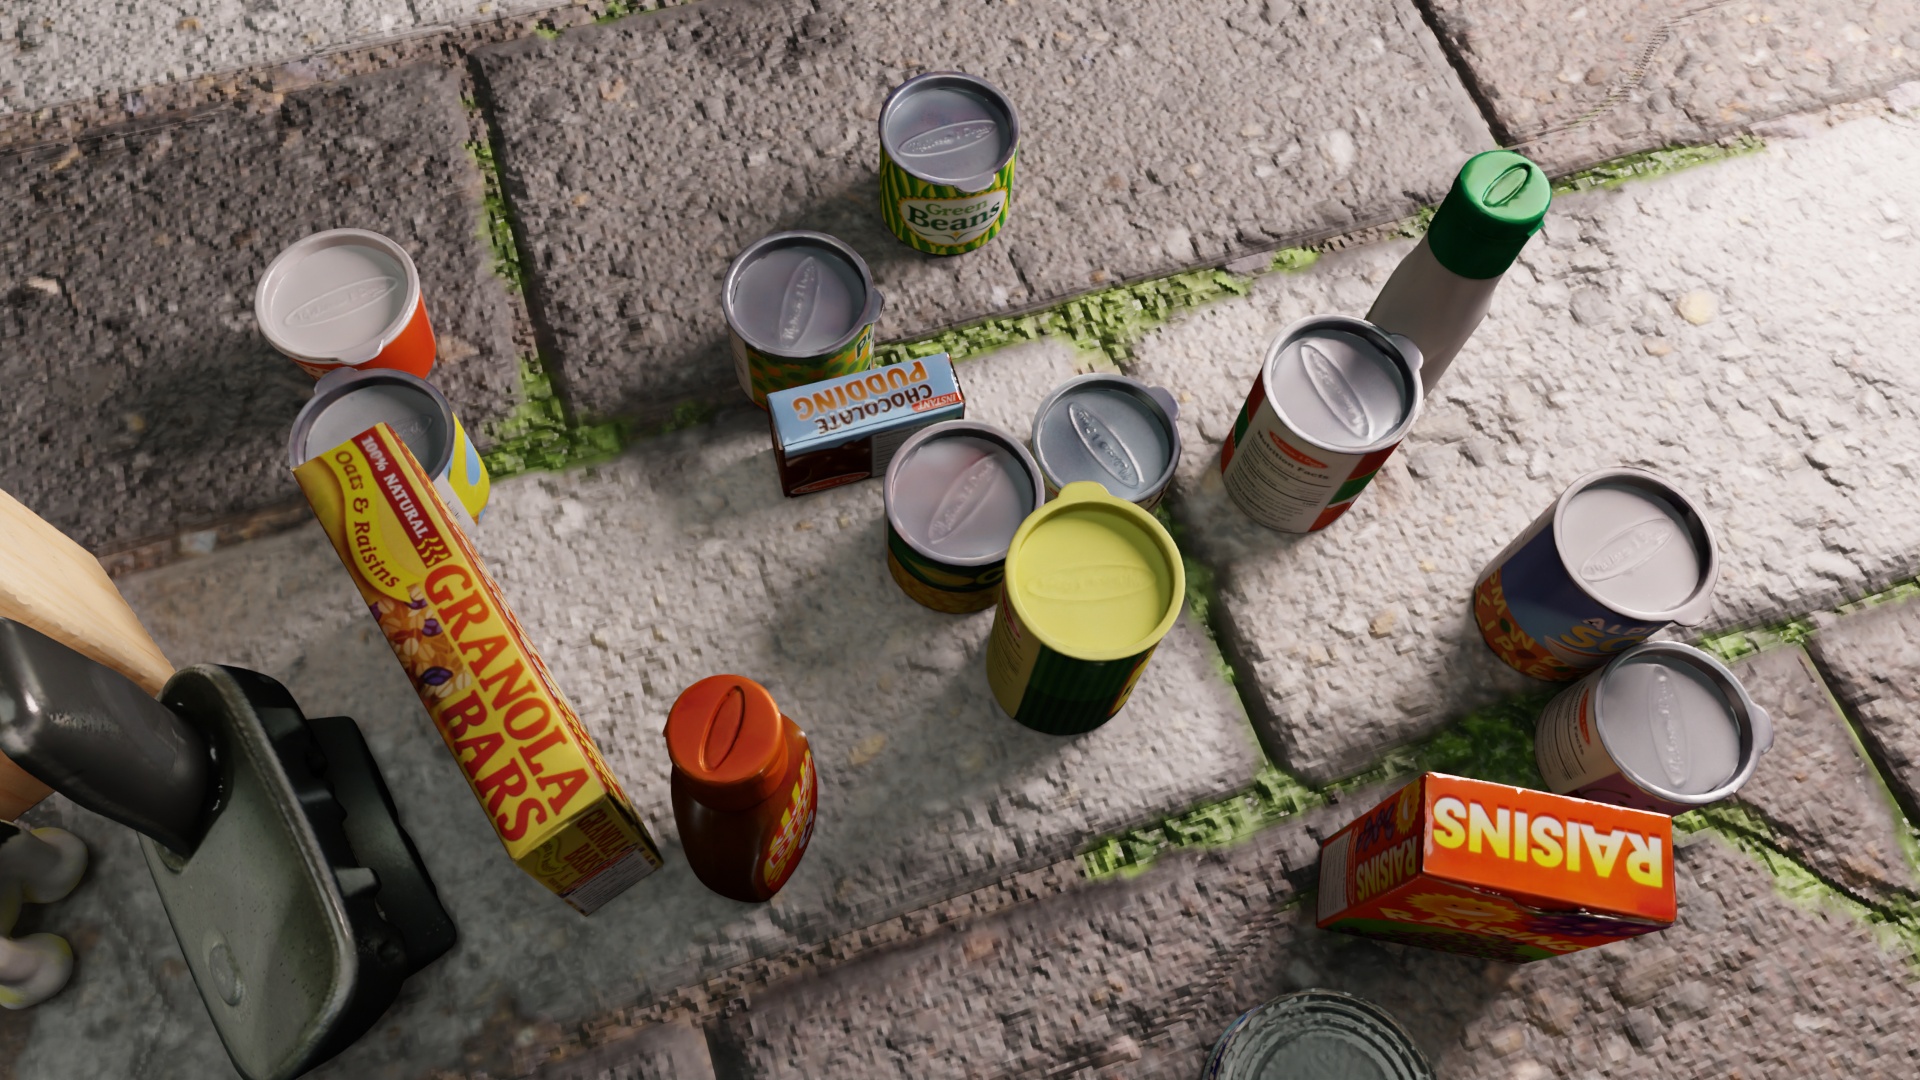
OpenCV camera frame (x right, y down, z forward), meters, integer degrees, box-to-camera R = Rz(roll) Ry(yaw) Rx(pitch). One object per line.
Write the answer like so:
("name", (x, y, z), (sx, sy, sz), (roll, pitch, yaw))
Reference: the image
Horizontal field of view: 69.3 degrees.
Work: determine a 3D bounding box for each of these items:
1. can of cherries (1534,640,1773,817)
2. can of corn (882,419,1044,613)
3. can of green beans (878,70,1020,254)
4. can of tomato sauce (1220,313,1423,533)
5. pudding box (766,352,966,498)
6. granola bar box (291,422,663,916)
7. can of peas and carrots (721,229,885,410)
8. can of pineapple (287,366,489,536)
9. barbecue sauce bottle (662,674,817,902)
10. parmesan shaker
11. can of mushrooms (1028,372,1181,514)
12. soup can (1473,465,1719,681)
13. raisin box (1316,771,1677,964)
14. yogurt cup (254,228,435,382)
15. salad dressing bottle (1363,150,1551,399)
("can of cherries", (0.281, 0.082, 0.568), (0.071, 0.058, 0.072), (1, 66, -3))
("can of corn", (0.002, -0.007, 0.591), (0.071, 0.058, 0.071), (1, 66, -3))
("can of green beans", (-0.007, -0.180, 0.667), (0.071, 0.057, 0.071), (1, 66, -3))
("can of tomato sauce", (0.156, -0.050, 0.606), (0.071, 0.082, 0.071), (1, 66, -3))
("pudding box", (-0.042, -0.050, 0.612), (0.084, 0.049, 0.030), (-15, 68, -10))
("granola bar box", (-0.175, 0.052, 0.519), (0.039, 0.123, 0.166), (-32, 72, -15))
("can of peas and carrots", (-0.069, -0.096, 0.626), (0.071, 0.058, 0.071), (1, 66, -3))
("can of pineapple", (-0.240, -0.032, 0.588), (0.071, 0.057, 0.071), (1, 66, -3))
("barbecue sauce bottle", (-0.078, 0.087, 0.496), (0.044, 0.148, 0.065), (17, 67, 4))
("parmesan shaker", (0.046, 0.030, 0.553), (0.071, 0.102, 0.071), (1, 66, -3))
("can of mushrooms", (0.065, -0.040, 0.623), (0.071, 0.033, 0.071), (1, 66, -3))
("soup can", (0.264, 0.019, 0.581), (0.071, 0.083, 0.071), (1, 66, -3))
("raisin box", (0.189, 0.124, 0.509), (0.086, 0.123, 0.040), (11, 67, 1))
("yogurt cup", (-0.268, -0.096, 0.617), (0.072, 0.053, 0.072), (1, 66, -3))
("salad dressing bottle", (0.206, -0.107, 0.599), (0.064, 0.147, 0.044), (-41, 75, -18))
